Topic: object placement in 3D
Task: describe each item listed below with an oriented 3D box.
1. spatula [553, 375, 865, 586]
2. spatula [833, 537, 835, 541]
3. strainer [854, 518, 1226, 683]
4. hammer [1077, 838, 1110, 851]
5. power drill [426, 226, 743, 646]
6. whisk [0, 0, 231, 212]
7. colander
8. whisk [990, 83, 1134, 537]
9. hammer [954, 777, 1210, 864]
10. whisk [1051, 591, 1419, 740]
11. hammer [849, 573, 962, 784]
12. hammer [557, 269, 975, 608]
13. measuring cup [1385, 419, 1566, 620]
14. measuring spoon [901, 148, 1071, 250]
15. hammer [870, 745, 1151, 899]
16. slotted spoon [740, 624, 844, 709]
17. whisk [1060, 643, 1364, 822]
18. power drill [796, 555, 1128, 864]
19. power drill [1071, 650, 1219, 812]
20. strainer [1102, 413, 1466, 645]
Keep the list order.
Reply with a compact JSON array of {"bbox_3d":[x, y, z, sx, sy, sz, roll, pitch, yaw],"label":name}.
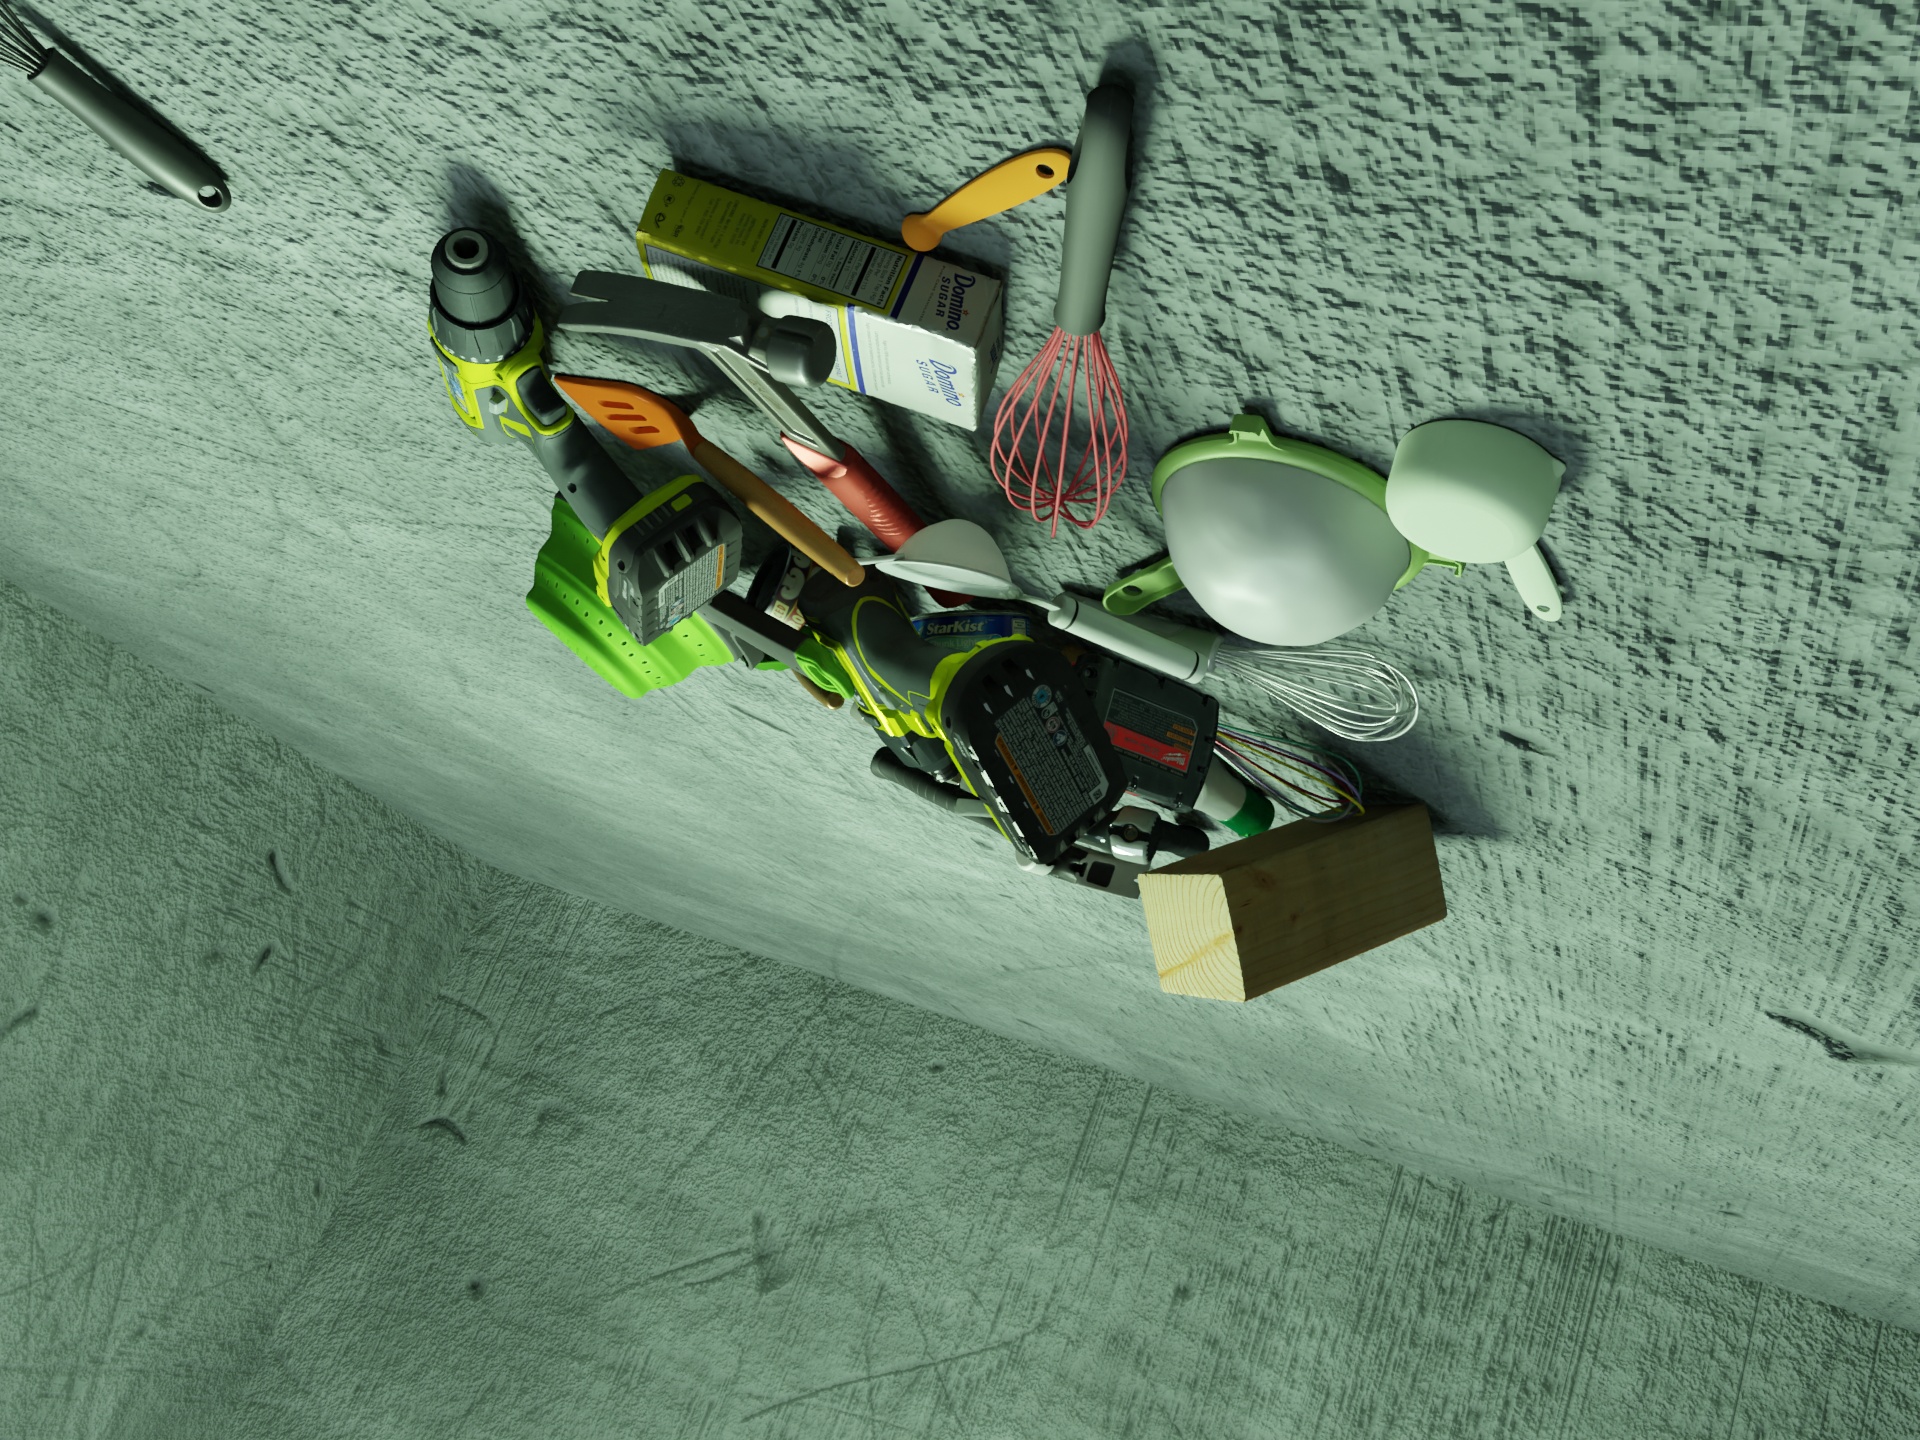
[{"bbox_3d":[-0.150,-0.147,0.964,0.323,0.041,0.080,41,180,44],"label":"spatula"},{"bbox_3d":[-0.094,-0.066,1.242,0.018,0.060,0.315,-3,167,-3],"label":"spatula"},{"bbox_3d":[0.053,-0.068,0.935,0.258,0.050,0.087,21,173,-25],"label":"strainer"},{"bbox_3d":[0.056,0.030,1.354,0.127,0.034,0.336,16,161,21],"label":"hammer"},{"bbox_3d":[-0.230,-0.168,0.937,0.228,0.080,0.190,50,163,5],"label":"power drill"},{"bbox_3d":[-0.506,-0.357,0.874,0.055,0.055,0.238,9,162,36],"label":"whisk"},{"bbox_3d":[-0.204,-0.058,1.104,0.397,0.094,0.204,29,164,51],"label":"colander"},{"bbox_3d":[0.052,-0.174,0.727,0.073,0.073,0.295,20,157,7],"label":"whisk"},{"bbox_3d":[0.126,0.084,1.236,0.149,0.036,0.408,12,178,22],"label":"hammer"},{"bbox_3d":[0.169,-0.041,1.008,0.246,0.058,0.059,18,128,21],"label":"whisk"},{"bbox_3d":[-0.047,-0.031,1.242,0.130,0.031,0.331,37,166,15],"label":"hammer"},{"bbox_3d":[-0.074,-0.144,0.909,0.149,0.037,0.358,17,171,24],"label":"hammer"},{"bbox_3d":[0.261,-0.081,0.773,0.083,0.038,0.167,7,155,40],"label":"measuring cup"},{"bbox_3d":[0.009,-0.226,0.696,0.021,0.011,0.117,33,160,-30],"label":"measuring spoon"},{"bbox_3d":[0.023,0.081,1.378,0.146,0.035,0.335,19,-177,-37],"label":"hammer"},{"bbox_3d":[-0.117,-0.038,1.171,0.070,0.031,0.314,-15,-167,-10],"label":"slotted spoon"},{"bbox_3d":[0.181,0.008,1.132,0.245,0.051,0.047,28,-163,-2],"label":"whisk"},{"bbox_3d":[-0.002,-0.003,0.981,0.223,0.080,0.171,29,154,55],"label":"power drill"},{"bbox_3d":[0.072,0.010,1.103,0.143,0.078,0.220,20,170,-27],"label":"power drill"},{"bbox_3d":[0.142,-0.074,0.886,0.151,0.069,0.256,28,160,-18],"label":"strainer"}]
